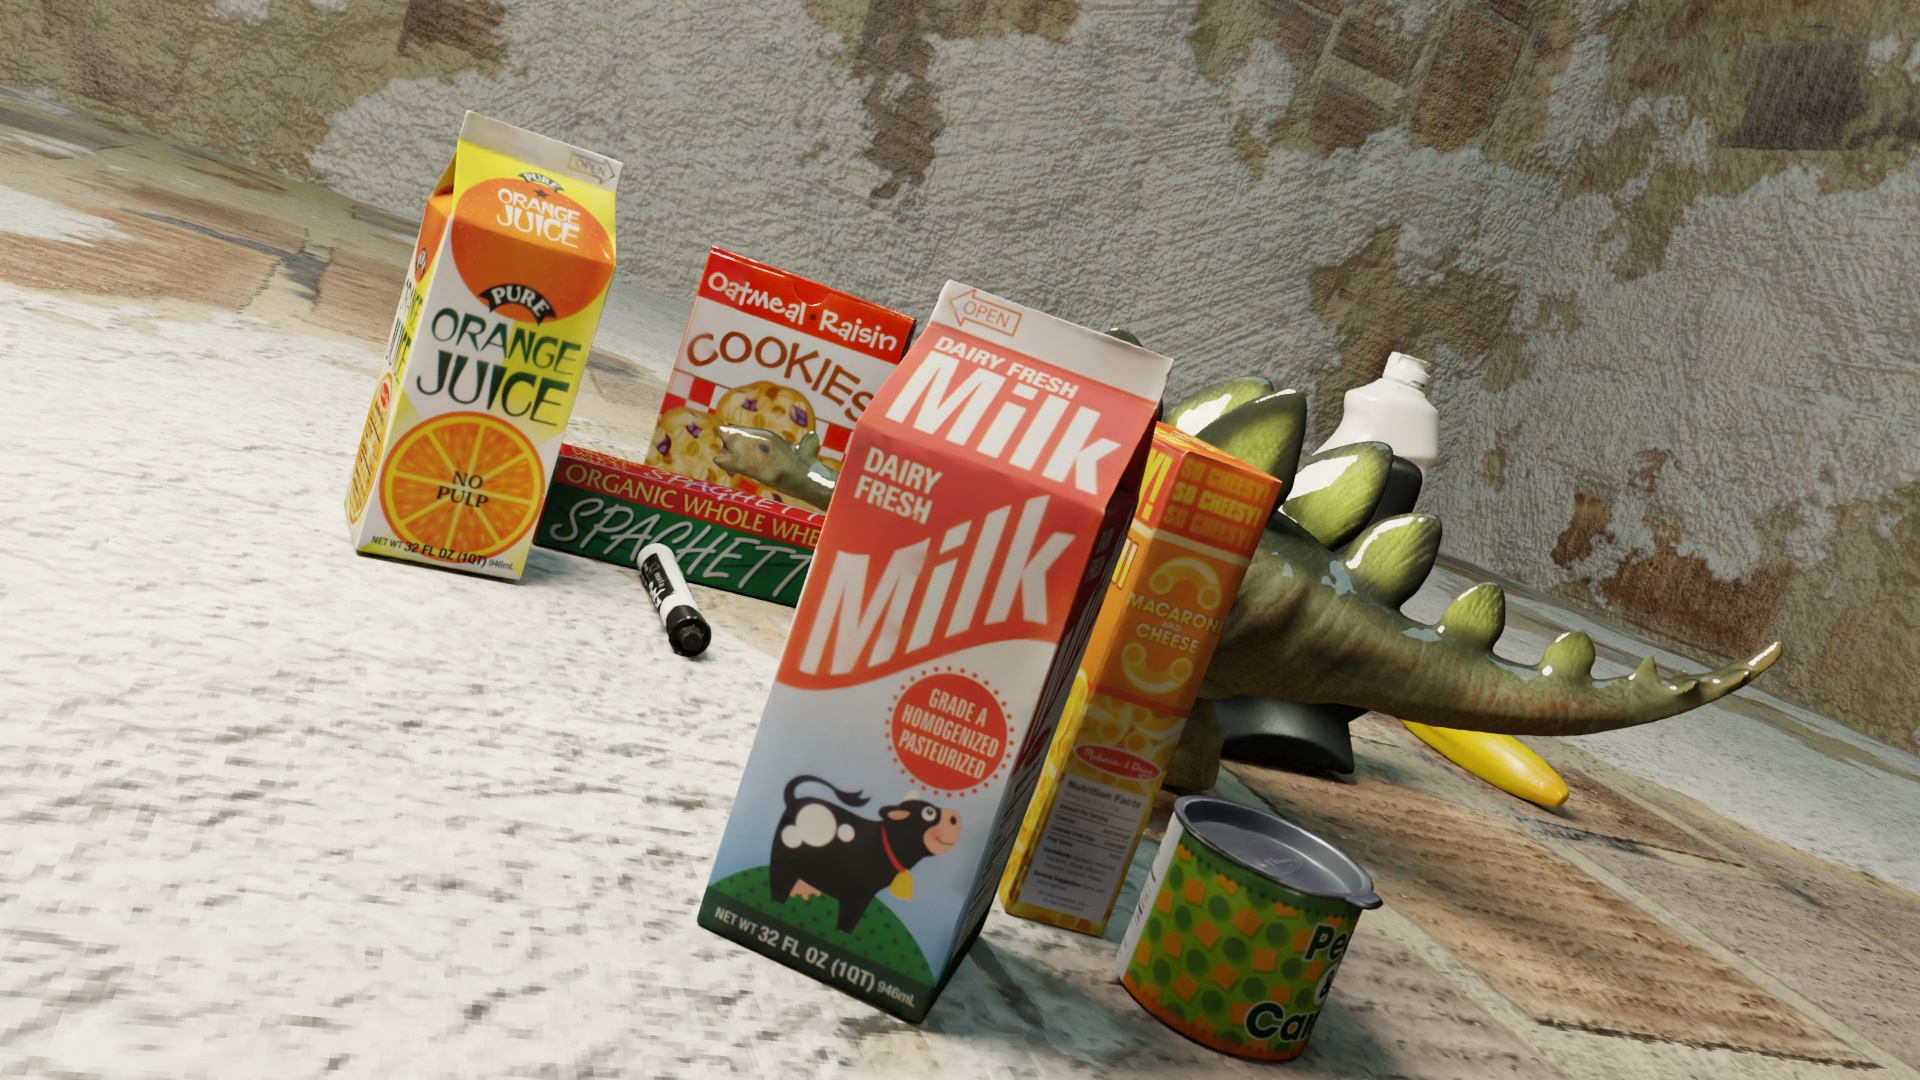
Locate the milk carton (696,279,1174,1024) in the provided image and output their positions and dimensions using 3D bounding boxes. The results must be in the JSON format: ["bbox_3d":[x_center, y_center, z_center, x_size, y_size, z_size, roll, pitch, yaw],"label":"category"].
[{"bbox_3d":[-0.004,0.027,0.398,0.072,0.190,0.073,21,9,12],"label":"milk carton"}]

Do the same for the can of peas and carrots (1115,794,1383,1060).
[{"bbox_3d":[0.092,0.123,0.444,0.071,0.058,0.071,19,9,-3],"label":"can of peas and carrots"}]

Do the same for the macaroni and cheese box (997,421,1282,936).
[{"bbox_3d":[0.050,0.039,0.511,0.040,0.166,0.124,18,9,-12],"label":"macaroni and cheese box"}]

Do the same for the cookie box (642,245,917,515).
[{"bbox_3d":[-0.109,-0.071,0.809,0.123,0.167,0.040,19,9,-3],"label":"cookie box"}]

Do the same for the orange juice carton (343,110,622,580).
[{"bbox_3d":[-0.211,-0.087,0.618,0.072,0.192,0.073,14,10,-32],"label":"orange juice carton"}]

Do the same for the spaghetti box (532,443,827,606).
[{"bbox_3d":[-0.103,0.005,0.749,0.250,0.050,0.029,15,10,-23],"label":"spaghetti box"}]
